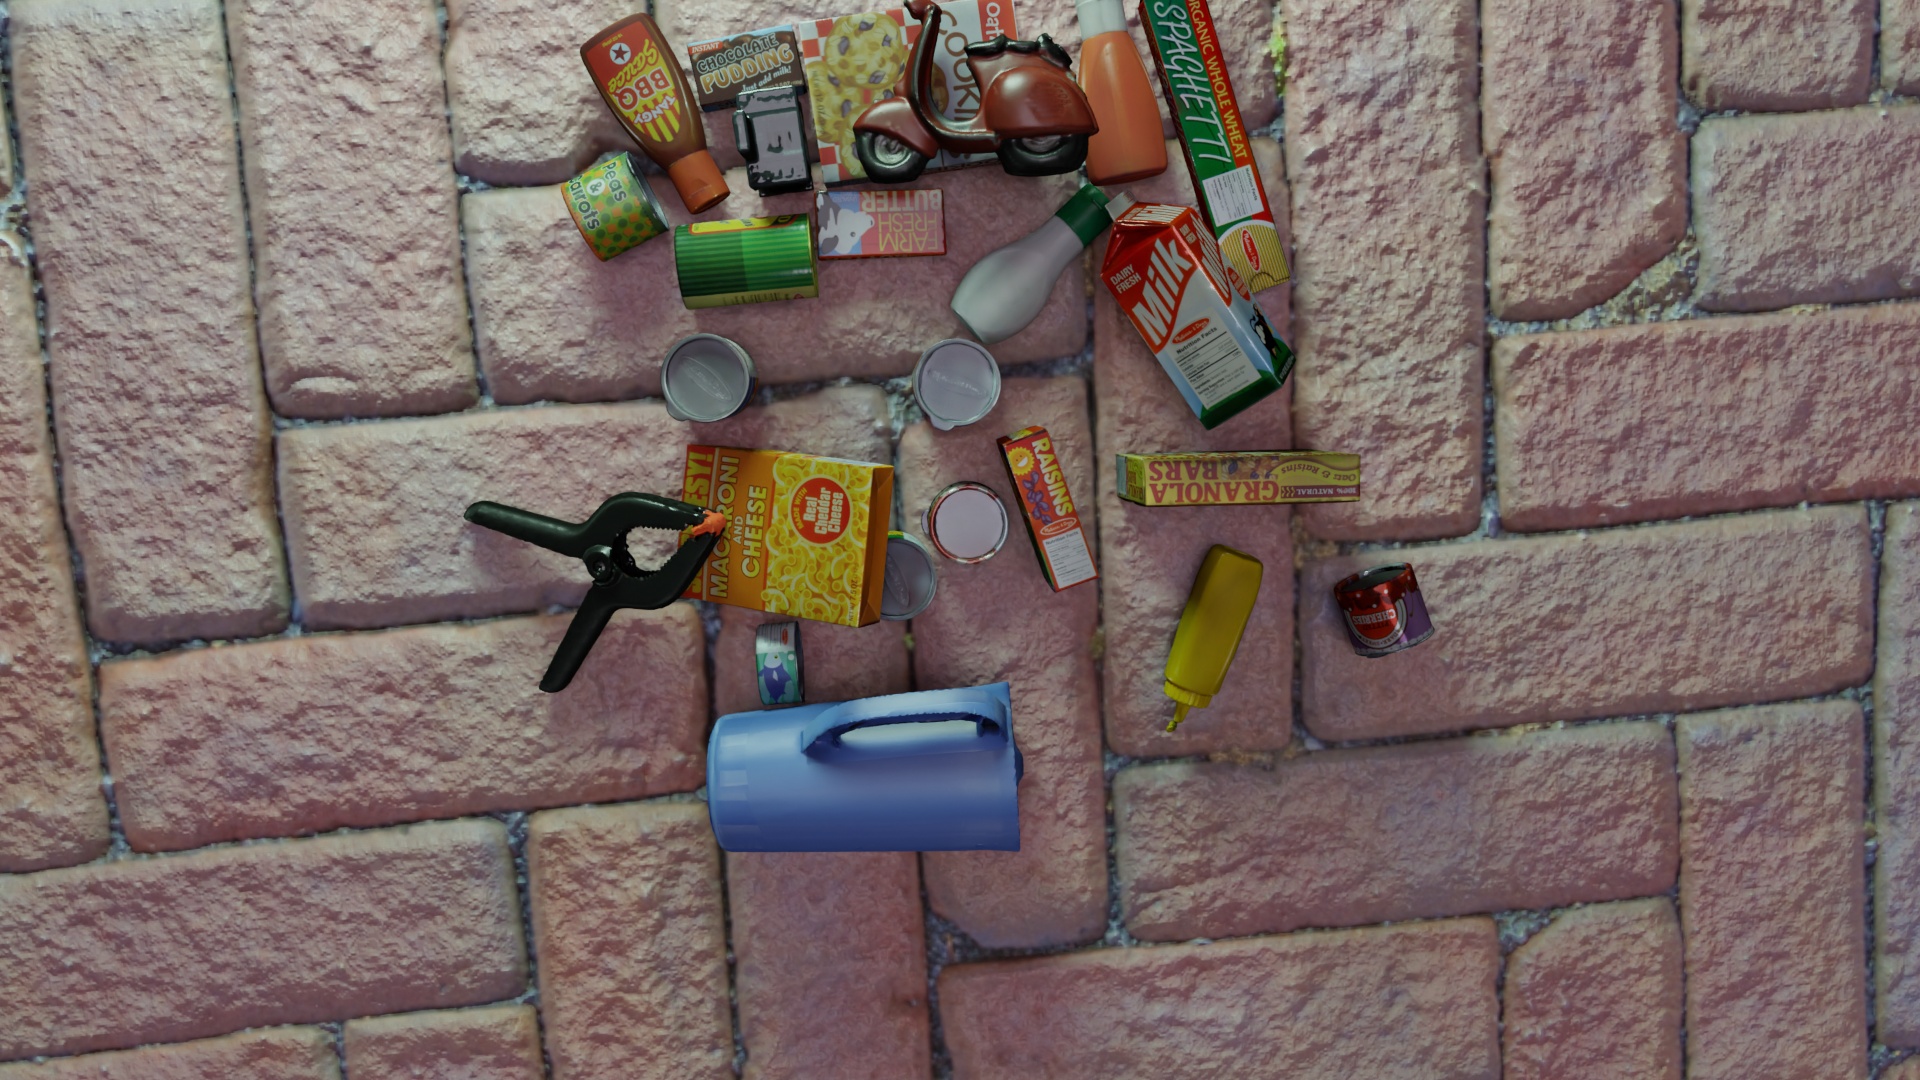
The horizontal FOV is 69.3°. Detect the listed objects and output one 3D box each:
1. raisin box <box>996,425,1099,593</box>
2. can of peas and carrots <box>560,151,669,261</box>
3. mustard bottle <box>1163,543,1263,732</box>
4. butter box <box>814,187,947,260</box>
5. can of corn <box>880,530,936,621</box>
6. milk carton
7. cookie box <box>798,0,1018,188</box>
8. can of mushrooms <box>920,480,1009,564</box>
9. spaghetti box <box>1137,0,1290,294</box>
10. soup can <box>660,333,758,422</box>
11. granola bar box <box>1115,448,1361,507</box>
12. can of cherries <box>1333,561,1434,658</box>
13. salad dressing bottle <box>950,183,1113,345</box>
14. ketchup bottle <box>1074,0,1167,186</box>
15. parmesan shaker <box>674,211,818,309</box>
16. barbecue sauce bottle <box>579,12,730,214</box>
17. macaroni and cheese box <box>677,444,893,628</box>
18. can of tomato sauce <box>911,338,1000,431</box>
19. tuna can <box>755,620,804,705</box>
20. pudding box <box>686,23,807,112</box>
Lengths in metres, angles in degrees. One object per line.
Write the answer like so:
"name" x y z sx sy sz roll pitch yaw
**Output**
"raisin box" 0.068 -0.027 1.102 0.040 0.086 0.123 -20 97 1
"can of peas and carrots" -0.265 -0.256 1.064 0.059 0.071 0.071 -27 97 0
"mustard bottle" 0.200 0.084 1.136 0.049 0.065 0.160 18 100 0
"butter box" -0.063 -0.250 1.101 0.103 0.024 0.053 -2 95 -3
"can of corn" -0.056 0.028 1.113 0.071 0.058 0.071 0 96 -4
"milk carton" 0.176 -0.190 1.087 0.073 0.073 0.190 -32 99 31
"cookie box" -0.033 -0.350 1.085 0.167 0.040 0.122 -9 98 -2
"can of mushrooms" 0.004 -0.014 1.125 0.071 0.033 0.071 0 97 -4
"spaghetti box" 0.202 -0.319 1.109 0.050 0.029 0.249 -19 97 -1
"soup can" -0.195 -0.124 1.076 0.071 0.084 0.071 0 96 -3
"granola bar box" 0.213 -0.049 1.090 0.166 0.124 0.039 -2 95 -3
"can of cherries" 0.345 0.057 1.136 0.071 0.071 0.058 -21 97 -1
"salad dressing bottle" 0.060 -0.220 1.103 0.147 0.044 0.064 -43 95 0
"ketchup bottle" 0.121 -0.358 1.092 0.065 0.043 0.148 -11 96 -3
"parmesan shaker" -0.165 -0.216 1.074 0.103 0.071 0.071 -6 97 -3
"barbecue sauce bottle" -0.230 -0.326 1.073 0.065 0.044 0.148 -29 97 6
"macaroni and cheese box" -0.139 -0.007 1.079 0.166 0.040 0.123 8 96 22
"can of tomato sauce" -0.005 -0.122 1.088 0.071 0.083 0.071 0 96 -3
"tuna can" -0.144 0.100 1.112 0.033 0.071 0.071 -4 96 -2
"pudding box" -0.165 -0.367 1.080 0.084 0.030 0.049 -11 96 -3
